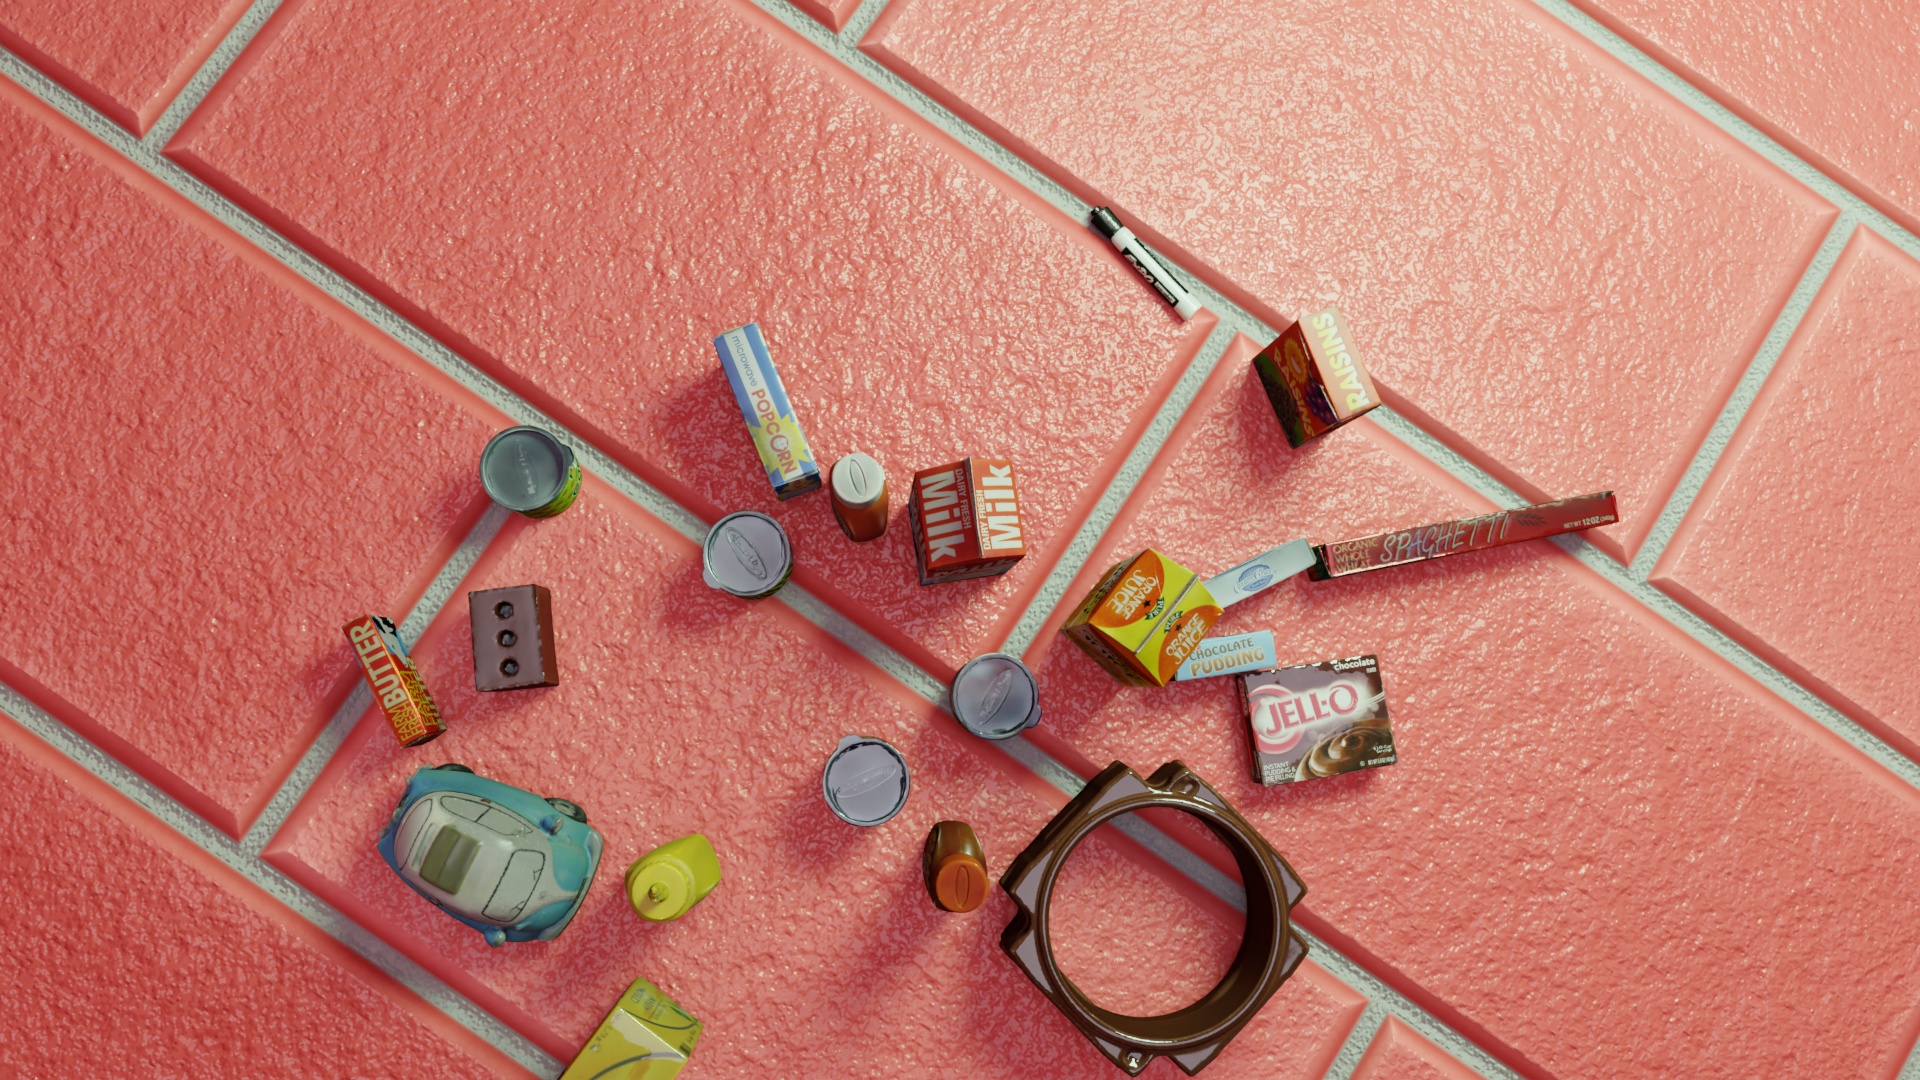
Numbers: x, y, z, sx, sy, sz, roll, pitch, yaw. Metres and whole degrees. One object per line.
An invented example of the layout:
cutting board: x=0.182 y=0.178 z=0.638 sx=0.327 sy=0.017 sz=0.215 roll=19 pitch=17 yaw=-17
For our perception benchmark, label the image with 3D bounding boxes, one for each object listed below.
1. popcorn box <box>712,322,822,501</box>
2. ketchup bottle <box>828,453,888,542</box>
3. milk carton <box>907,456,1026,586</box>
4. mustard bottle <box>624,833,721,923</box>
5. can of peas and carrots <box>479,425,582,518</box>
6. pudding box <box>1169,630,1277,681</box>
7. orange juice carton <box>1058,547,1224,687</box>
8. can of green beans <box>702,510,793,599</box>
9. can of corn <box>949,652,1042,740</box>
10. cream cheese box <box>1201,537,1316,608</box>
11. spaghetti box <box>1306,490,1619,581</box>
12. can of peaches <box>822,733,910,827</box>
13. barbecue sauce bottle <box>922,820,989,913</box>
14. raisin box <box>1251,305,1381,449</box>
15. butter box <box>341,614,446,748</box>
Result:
popcorn box: x=-0.149 y=-0.098 z=1.083 sx=0.038 sy=0.085 sz=0.126 roll=-22 pitch=86 yaw=-6
ketchup bottle: x=-0.077 y=-0.037 z=1.049 sx=0.043 sy=0.148 sz=0.065 roll=-17 pitch=85 yaw=-6
milk carton: x=0.004 y=-0.013 z=1.031 sx=0.073 sy=0.190 sz=0.072 roll=-8 pitch=85 yaw=-5
mustard bottle: x=-0.211 y=0.247 z=1.000 sx=0.065 sy=0.160 sz=0.049 roll=-24 pitch=86 yaw=-6
can of peas and carrots: x=-0.330 y=-0.053 z=1.078 sx=0.071 sy=0.058 sz=0.071 roll=0 pitch=84 yaw=-4
pudding box: x=0.205 y=0.092 z=1.105 sx=0.084 sy=0.049 sz=0.030 roll=-8 pitch=84 yaw=-5
orange juice carton: x=0.134 y=0.059 z=1.031 sx=0.073 sy=0.192 sz=0.072 roll=41 pitch=83 yaw=1
can of green beans: x=-0.164 y=0.012 z=1.083 sx=0.071 sy=0.057 sz=0.071 roll=0 pitch=84 yaw=-4
can of corn: x=0.027 y=0.123 z=1.084 sx=0.071 sy=0.058 sz=0.071 roll=0 pitch=84 yaw=-4
cream cheese box: x=0.228 y=0.031 z=1.112 sx=0.104 sy=0.053 sz=0.024 roll=-25 pitch=86 yaw=-6
spaghetti box: x=0.406 y=-0.003 z=1.130 sx=0.250 sy=0.050 sz=0.028 roll=-11 pitch=85 yaw=-5
can of peaches: x=-0.073 y=0.182 z=1.070 sx=0.071 sy=0.058 sz=0.071 roll=0 pitch=84 yaw=-4
barbecue sauce bottle: x=-0.003 y=0.244 z=1.022 sx=0.044 sy=0.148 sz=0.065 roll=4 pitch=84 yaw=-4
raisin box: x=0.279 y=-0.127 z=1.099 sx=0.040 sy=0.123 sz=0.086 roll=-21 pitch=86 yaw=-6
butter box: x=-0.429 y=0.106 z=1.055 sx=0.024 sy=0.053 sz=0.103 roll=-27 pitch=86 yaw=-6
